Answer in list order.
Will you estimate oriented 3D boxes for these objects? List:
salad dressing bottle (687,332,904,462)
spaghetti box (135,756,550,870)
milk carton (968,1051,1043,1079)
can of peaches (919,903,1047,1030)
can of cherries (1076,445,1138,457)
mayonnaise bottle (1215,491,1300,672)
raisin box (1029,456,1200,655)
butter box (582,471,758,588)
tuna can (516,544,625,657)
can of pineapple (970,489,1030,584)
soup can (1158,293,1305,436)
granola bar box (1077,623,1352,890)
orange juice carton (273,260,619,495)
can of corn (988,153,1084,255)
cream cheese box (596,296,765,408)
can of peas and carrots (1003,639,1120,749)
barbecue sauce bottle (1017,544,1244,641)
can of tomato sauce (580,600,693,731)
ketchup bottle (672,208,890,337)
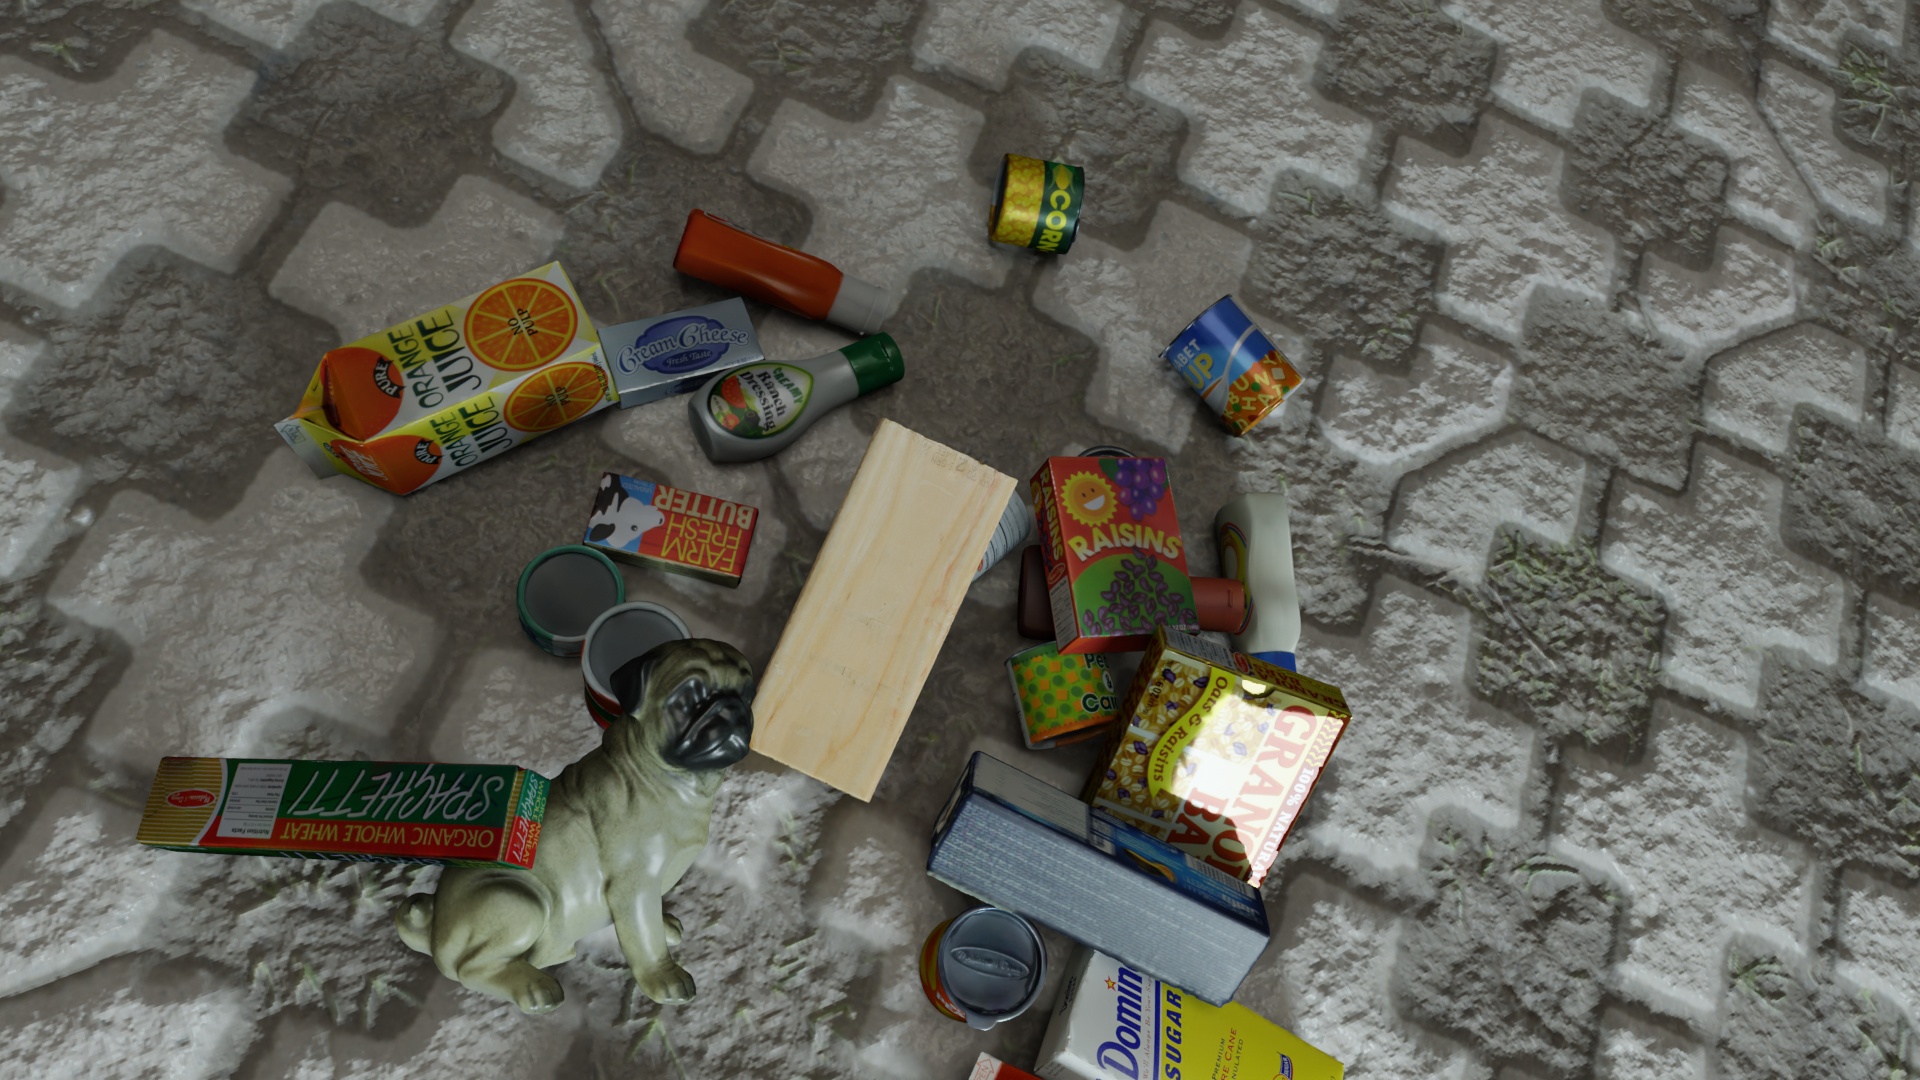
[{"bbox_3d":[-0.110,-0.101,0.948,0.148,0.043,0.064,-25,78,-21],"label":"salad dressing bottle"},{"bbox_3d":[-0.331,0.144,0.740,0.250,0.028,0.050,-2,67,20],"label":"spaghetti box"},{"bbox_3d":[0.080,0.371,0.793,0.190,0.073,0.072,29,66,-1],"label":"milk carton"},{"bbox_3d":[0.012,0.256,0.830,0.071,0.058,0.071,5,69,-12],"label":"can of peaches"},{"bbox_3d":[0.094,-0.023,0.959,0.071,0.058,0.072,5,69,-12],"label":"can of cherries"},{"bbox_3d":[0.208,0.044,0.959,0.041,0.064,0.148,1,73,-14],"label":"mayonnaise bottle"},{"bbox_3d":[0.098,0.009,0.889,0.086,0.040,0.124,-1,68,-18],"label":"raisin box"},{"bbox_3d":[-0.188,-0.006,0.904,0.103,0.024,0.053,13,67,-8],"label":"butter box"},{"bbox_3d":[-0.244,0.035,0.869,0.071,0.032,0.071,5,69,-12],"label":"tuna can"},{"bbox_3d":[0.003,-0.012,0.929,0.058,0.070,0.071,-38,82,-24],"label":"can of pineapple"},{"bbox_3d":[0.199,-0.126,1.021,0.071,0.071,0.084,-37,82,-23],"label":"soup can"},{"bbox_3d":[0.148,0.149,0.861,0.124,0.039,0.165,20,108,-6],"label":"granola bar box"},{"bbox_3d":[-0.321,-0.094,0.870,0.193,0.071,0.073,-26,69,-15],"label":"orange juice carton"},{"bbox_3d":[0.056,-0.249,1.032,0.058,0.071,0.071,9,68,-9],"label":"can of corn"},{"bbox_3d":[-0.192,-0.129,0.951,0.104,0.024,0.053,-17,73,-19],"label":"cream cheese box"},{"bbox_3d":[0.069,0.098,0.899,0.071,0.070,0.059,-9,73,-16],"label":"can of peas and carrots"},{"bbox_3d":[0.114,0.039,0.934,0.149,0.043,0.065,4,72,-1],"label":"barbecue sauce bottle"},{"bbox_3d":[-0.192,0.081,0.836,0.071,0.082,0.071,4,68,-11],"label":"can of tomato sauce"},{"bbox_3d":[-0.124,-0.184,0.971,0.149,0.065,0.043,20,89,-15],"label":"ketchup bottle"}]
